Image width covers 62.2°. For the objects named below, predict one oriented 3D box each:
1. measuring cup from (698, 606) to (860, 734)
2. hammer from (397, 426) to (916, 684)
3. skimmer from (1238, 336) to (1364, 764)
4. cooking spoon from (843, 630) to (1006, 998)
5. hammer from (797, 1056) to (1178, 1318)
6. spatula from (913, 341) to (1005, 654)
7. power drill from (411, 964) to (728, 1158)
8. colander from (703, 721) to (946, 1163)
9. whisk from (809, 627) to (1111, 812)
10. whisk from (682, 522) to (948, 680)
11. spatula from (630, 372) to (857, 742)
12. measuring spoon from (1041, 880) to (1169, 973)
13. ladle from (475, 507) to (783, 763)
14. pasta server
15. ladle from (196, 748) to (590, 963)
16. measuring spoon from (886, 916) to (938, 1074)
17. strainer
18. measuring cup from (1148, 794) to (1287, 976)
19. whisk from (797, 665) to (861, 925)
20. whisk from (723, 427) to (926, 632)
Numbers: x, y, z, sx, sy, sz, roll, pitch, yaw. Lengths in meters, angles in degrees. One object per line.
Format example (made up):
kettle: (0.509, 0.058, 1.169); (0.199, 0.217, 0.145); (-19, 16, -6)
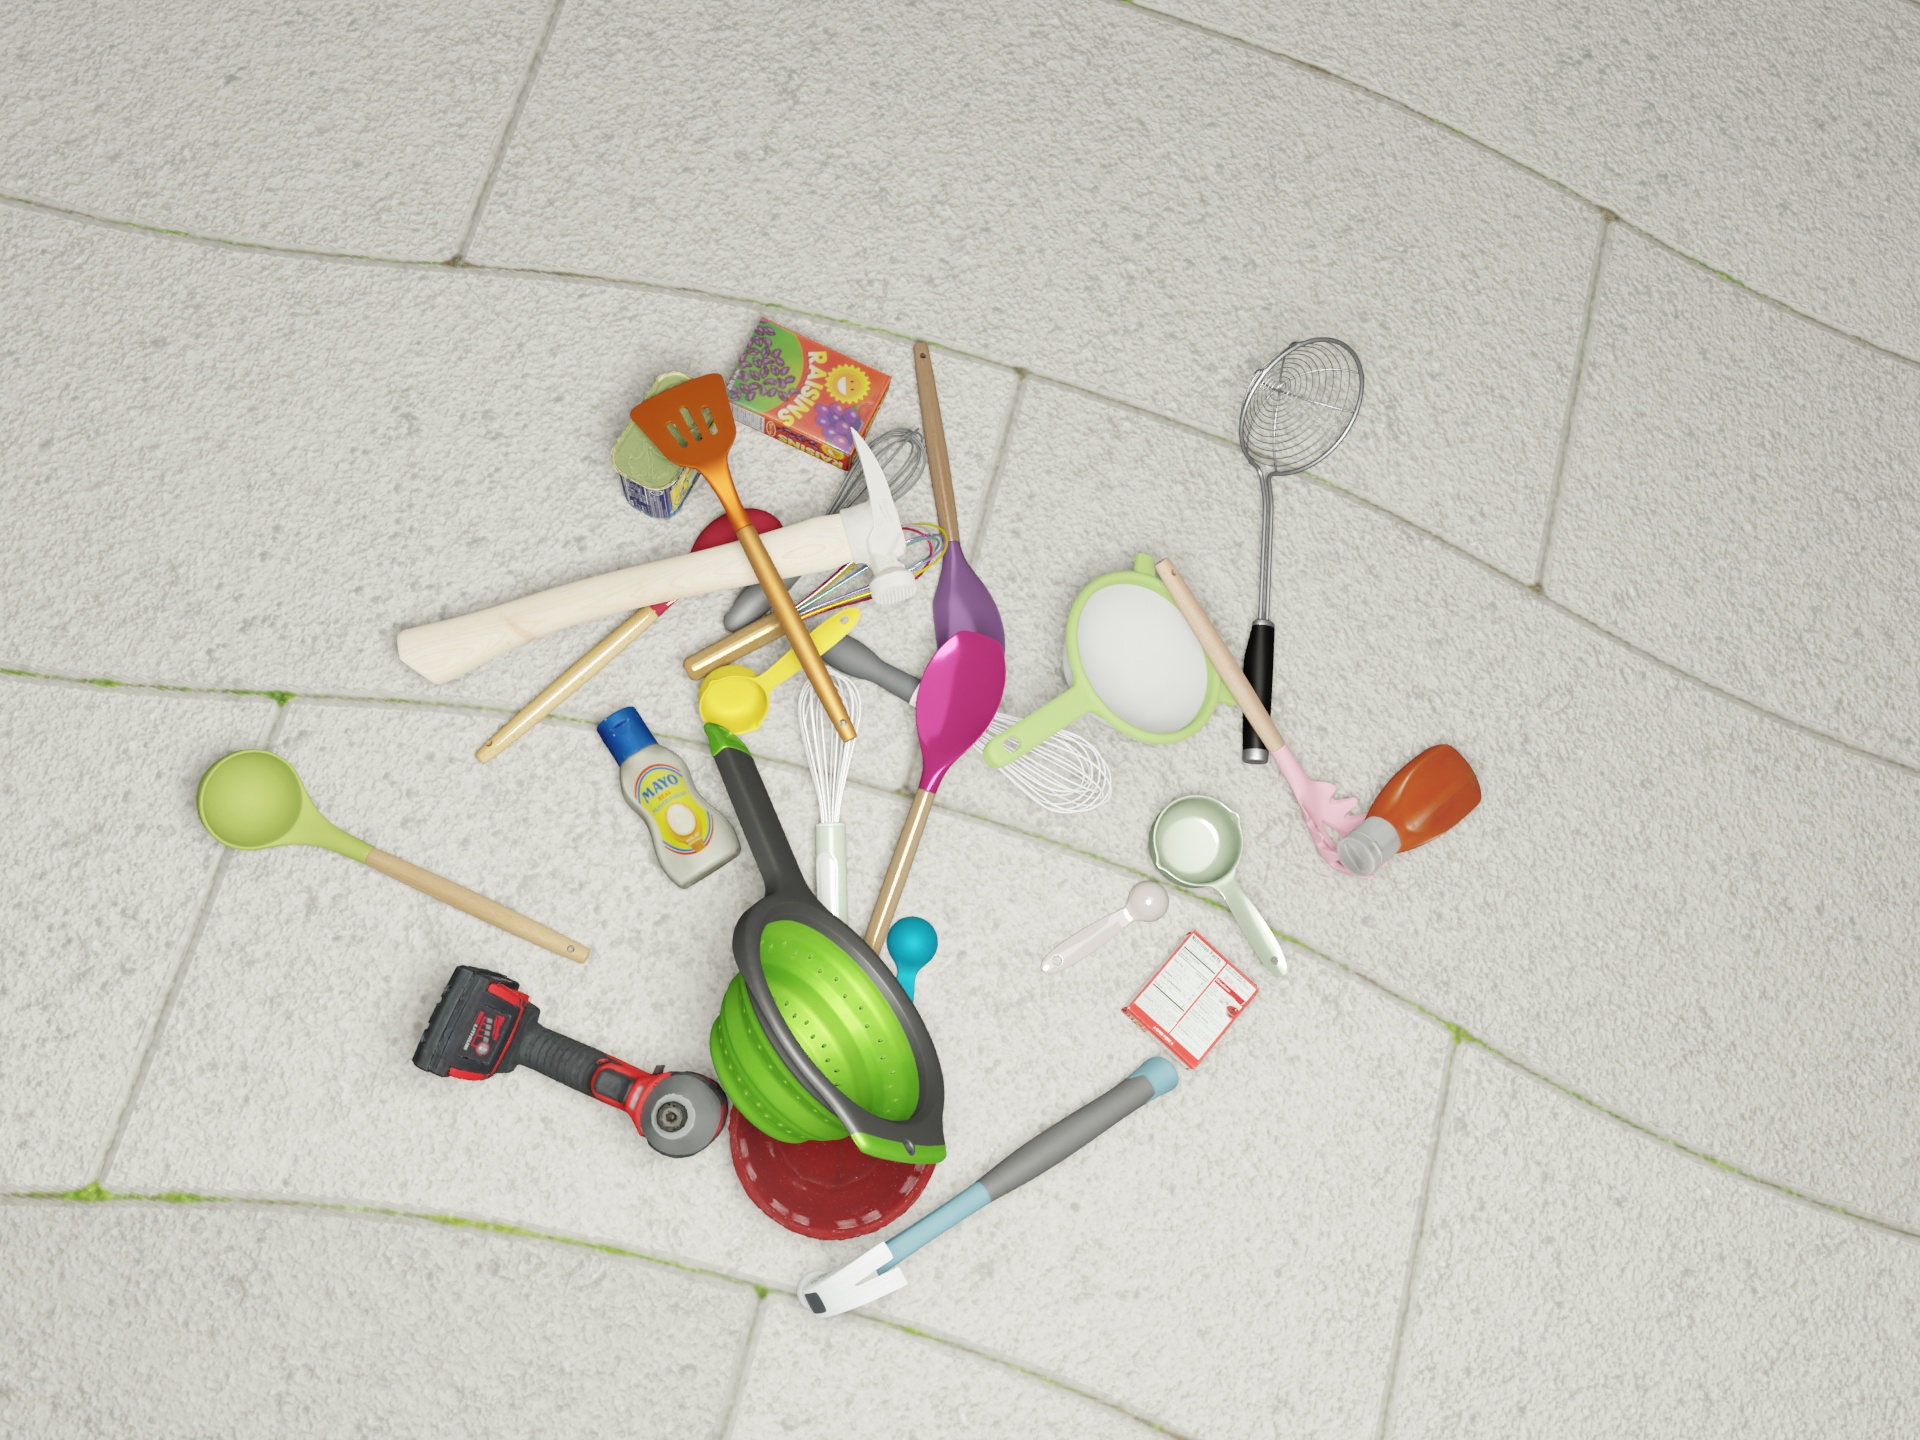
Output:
measuring cup: (-0.146, -0.048, 1.289); (0.156, 0.029, 0.062); (-37, 125, 6)
hammer: (-0.250, -0.119, 1.284); (0.410, 0.038, 0.146); (-15, 77, -3)
skimmer: (0.284, -0.145, 1.361); (0.127, 0.090, 0.363); (14, 76, -37)
cooking spoon: (-0.036, 0.081, 1.275); (0.069, 0.017, 0.319); (19, 87, 14)
hammer: (0.028, 0.353, 1.215); (0.331, 0.128, 0.033); (-28, 82, -20)
spatula: (-0.009, -0.177, 1.370); (0.059, 0.018, 0.316); (-8, 79, -10)
power drill: (-0.279, 0.259, 1.174); (0.219, 0.143, 0.078); (23, 78, 1)
colander: (-0.144, 0.173, 1.185); (0.094, 0.204, 0.398); (-39, 55, 16)
whisk: (-0.002, -0.004, 1.315); (0.284, 0.070, 0.070); (28, 75, 6)
whisk: (-0.119, -0.100, 1.318); (0.245, 0.051, 0.047); (-29, 85, -9)
spatula: (-0.158, -0.127, 1.252); (0.081, 0.041, 0.322); (-26, 86, -8)
measuring spoon: (0.119, 0.172, 1.304); (0.124, 0.018, 0.034); (-31, 83, -12)
ladle: (-0.273, -0.073, 1.307); (0.315, 0.031, 0.069); (-43, 55, -11)
pasta server: (0.254, -0.002, 1.319); (0.060, 0.040, 0.316); (-38, 98, -33)
ladle: (-0.436, 0.115, 1.232); (0.320, 0.062, 0.078); (26, 76, -3)
measuring spoon: (-0.045, 0.219, 1.271); (0.042, 0.021, 0.129); (11, 75, -4)
strainer: (0.101, -0.020, 1.297); (0.256, 0.069, 0.151); (-32, 89, -33)
measuring cup: (0.217, 0.140, 1.315); (0.083, 0.038, 0.167); (-31, 84, -13)
whisk: (-0.106, 0.077, 1.286); (0.058, 0.059, 0.246); (-6, 81, 23)
whisk: (-0.114, -0.161, 1.343); (0.055, 0.055, 0.239); (43, 80, 4)
